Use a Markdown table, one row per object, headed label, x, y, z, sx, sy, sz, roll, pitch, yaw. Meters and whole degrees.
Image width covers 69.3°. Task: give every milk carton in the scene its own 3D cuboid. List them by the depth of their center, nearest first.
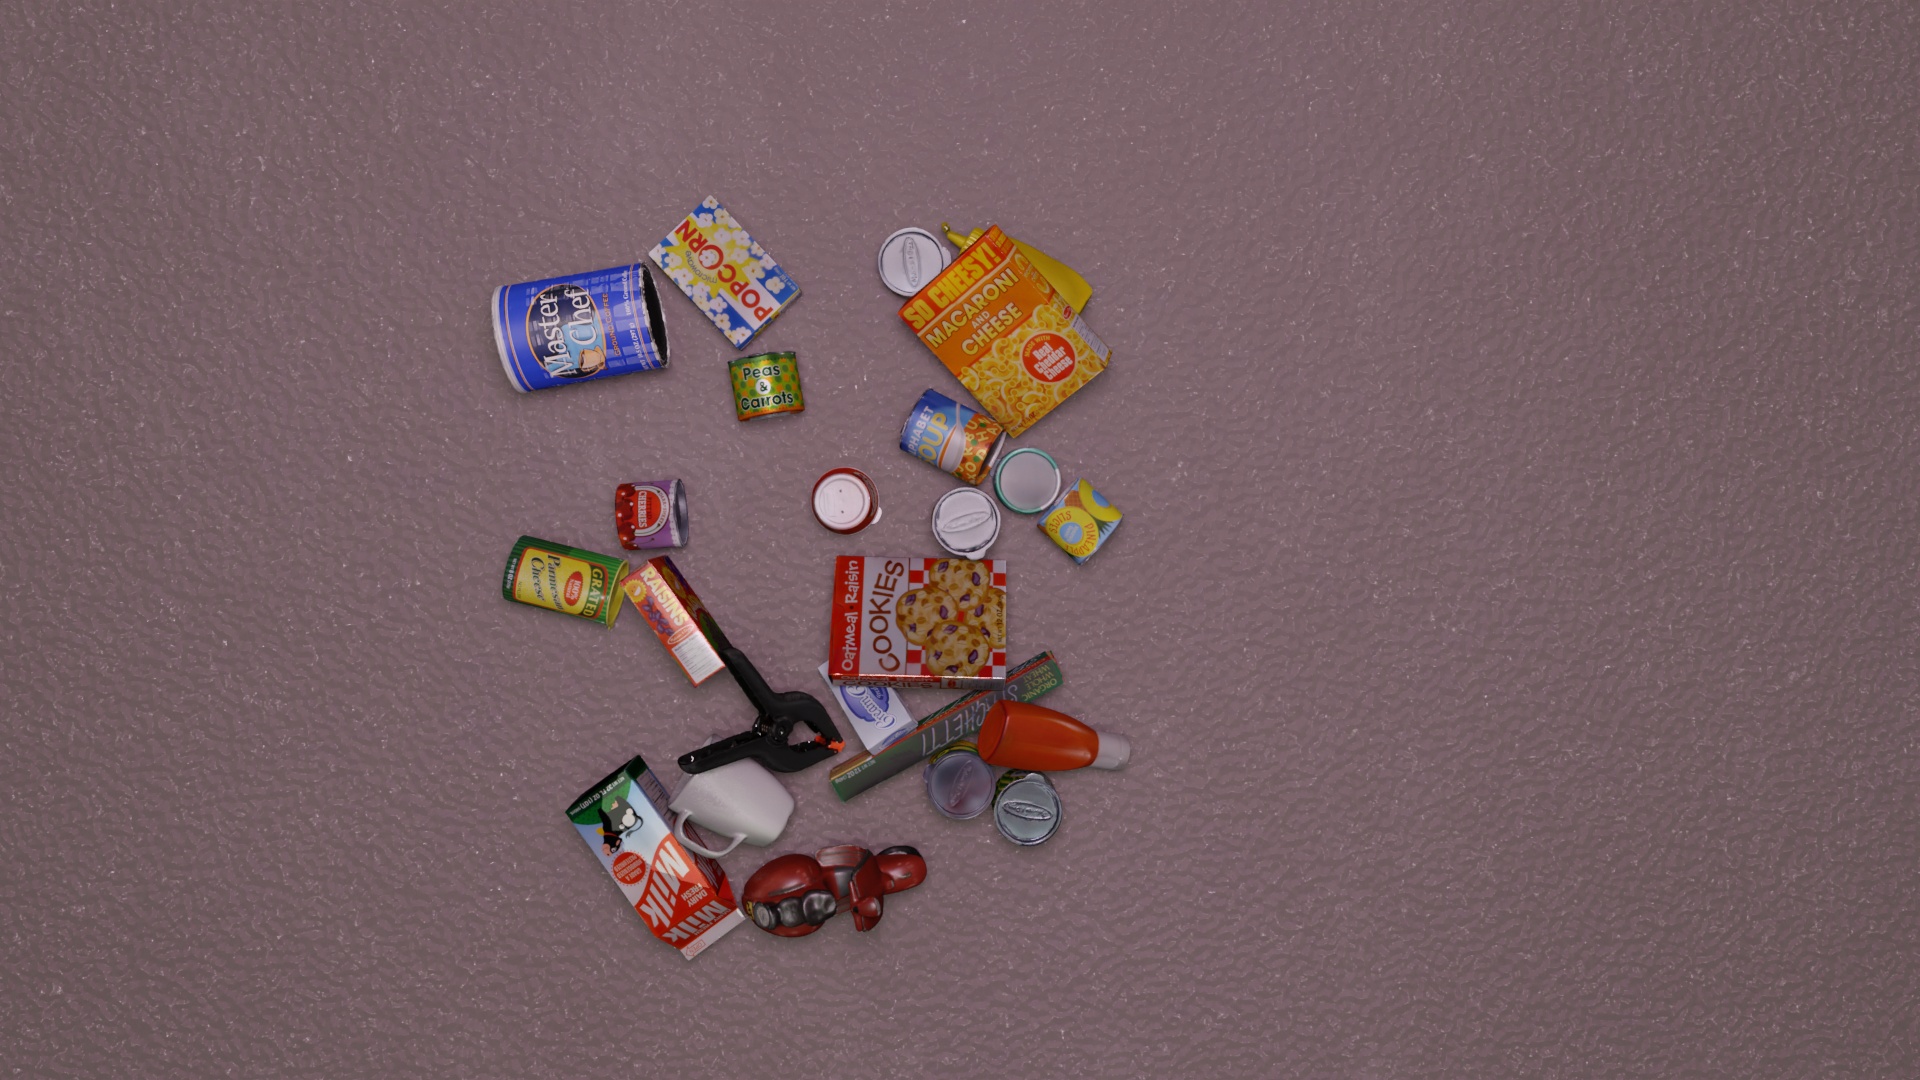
| label | x | y | z | sx | sy | sz | roll | pitch | yaw |
| --- | --- | --- | --- | --- | --- | --- | --- | --- | --- |
| milk carton | -0.291 | 0.310 | 1.342 | 0.072 | 0.073 | 0.190 | -36 | 93 | 0 |

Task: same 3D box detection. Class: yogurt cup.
| label | x | y | z | sx | sy | sz | roll | pitch | yaw |
| --- | --- | --- | --- | --- | --- | --- | --- | --- | --- |
| yogurt cup | -0.113 | -0.038 | 1.347 | 0.072 | 0.054 | 0.072 | 0 | 92 | -1 |

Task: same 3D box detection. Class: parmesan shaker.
| label | x | y | z | sx | sy | sz | roll | pitch | yaw |
| --- | --- | --- | --- | --- | --- | --- | --- | --- | --- |
| parmesan shaker | -0.379 | 0.041 | 1.335 | 0.103 | 0.071 | 0.071 | 14 | 92 | -2 |

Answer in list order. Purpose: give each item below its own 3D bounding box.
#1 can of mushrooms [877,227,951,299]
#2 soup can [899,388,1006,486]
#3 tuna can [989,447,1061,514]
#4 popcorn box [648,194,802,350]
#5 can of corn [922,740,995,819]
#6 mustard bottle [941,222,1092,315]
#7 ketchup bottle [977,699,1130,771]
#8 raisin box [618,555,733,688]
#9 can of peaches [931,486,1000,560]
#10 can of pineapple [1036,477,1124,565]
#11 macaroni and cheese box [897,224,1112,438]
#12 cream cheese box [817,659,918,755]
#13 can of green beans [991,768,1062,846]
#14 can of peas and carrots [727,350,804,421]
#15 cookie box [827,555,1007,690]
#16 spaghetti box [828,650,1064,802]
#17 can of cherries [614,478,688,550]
| label | x | y | z | sx | sy | sz | roll | pitch | yaw |
| --- | --- | --- | --- | --- | --- | --- | --- | --- | --- |
| can of mushrooms | -0.045 | -0.269 | 1.353 | 0.071 | 0.033 | 0.071 | 0 | 91 | -2 |
| soup can | -0.008 | -0.098 | 1.333 | 0.084 | 0.071 | 0.071 | 27 | 91 | 9 |
| tuna can | 0.063 | -0.060 | 1.363 | 0.071 | 0.033 | 0.071 | 0 | 92 | -2 |
| popcorn box | -0.227 | -0.258 | 1.344 | 0.085 | 0.038 | 0.126 | -44 | 93 | 0 |
| can of corn | -0.002 | 0.232 | 1.357 | 0.071 | 0.058 | 0.071 | 0 | 92 | -2 |
| mustard bottle | 0.048 | -0.260 | 1.342 | 0.160 | 0.065 | 0.049 | 31 | 66 | 2 |
| ketchup bottle | 0.093 | 0.195 | 1.343 | 0.149 | 0.044 | 0.064 | 14 | 113 | -25 |
| raisin box | -0.268 | 0.075 | 1.329 | 0.040 | 0.086 | 0.123 | -35 | 93 | 1 |
| can of peaches | 0.005 | -0.017 | 1.350 | 0.071 | 0.058 | 0.071 | 0 | 92 | -3 |
| can of pineapple | 0.116 | -0.019 | 1.348 | 0.058 | 0.071 | 0.071 | 42 | 90 | -2 |
| macaroni and cheese box | 0.042 | -0.196 | 1.315 | 0.123 | 0.040 | 0.166 | -36 | 105 | 30 |
| cream cheese box | -0.090 | 0.151 | 1.346 | 0.053 | 0.024 | 0.104 | -35 | 63 | -2 |
| can of green beans | 0.064 | 0.259 | 1.361 | 0.071 | 0.058 | 0.071 | 0 | 92 | -2 |
| can of peas and carrots | -0.186 | -0.148 | 1.333 | 0.071 | 0.071 | 0.058 | -10 | 93 | -1 |
| cookie box | -0.040 | 0.078 | 1.337 | 0.167 | 0.040 | 0.123 | 2 | 66 | -2 |
| spaghetti box | -0.013 | 0.181 | 1.360 | 0.250 | 0.050 | 0.028 | -29 | 95 | -1 |
| can of cherries | -0.296 | -0.025 | 1.333 | 0.058 | 0.071 | 0.071 | -4 | 92 | -1 |
